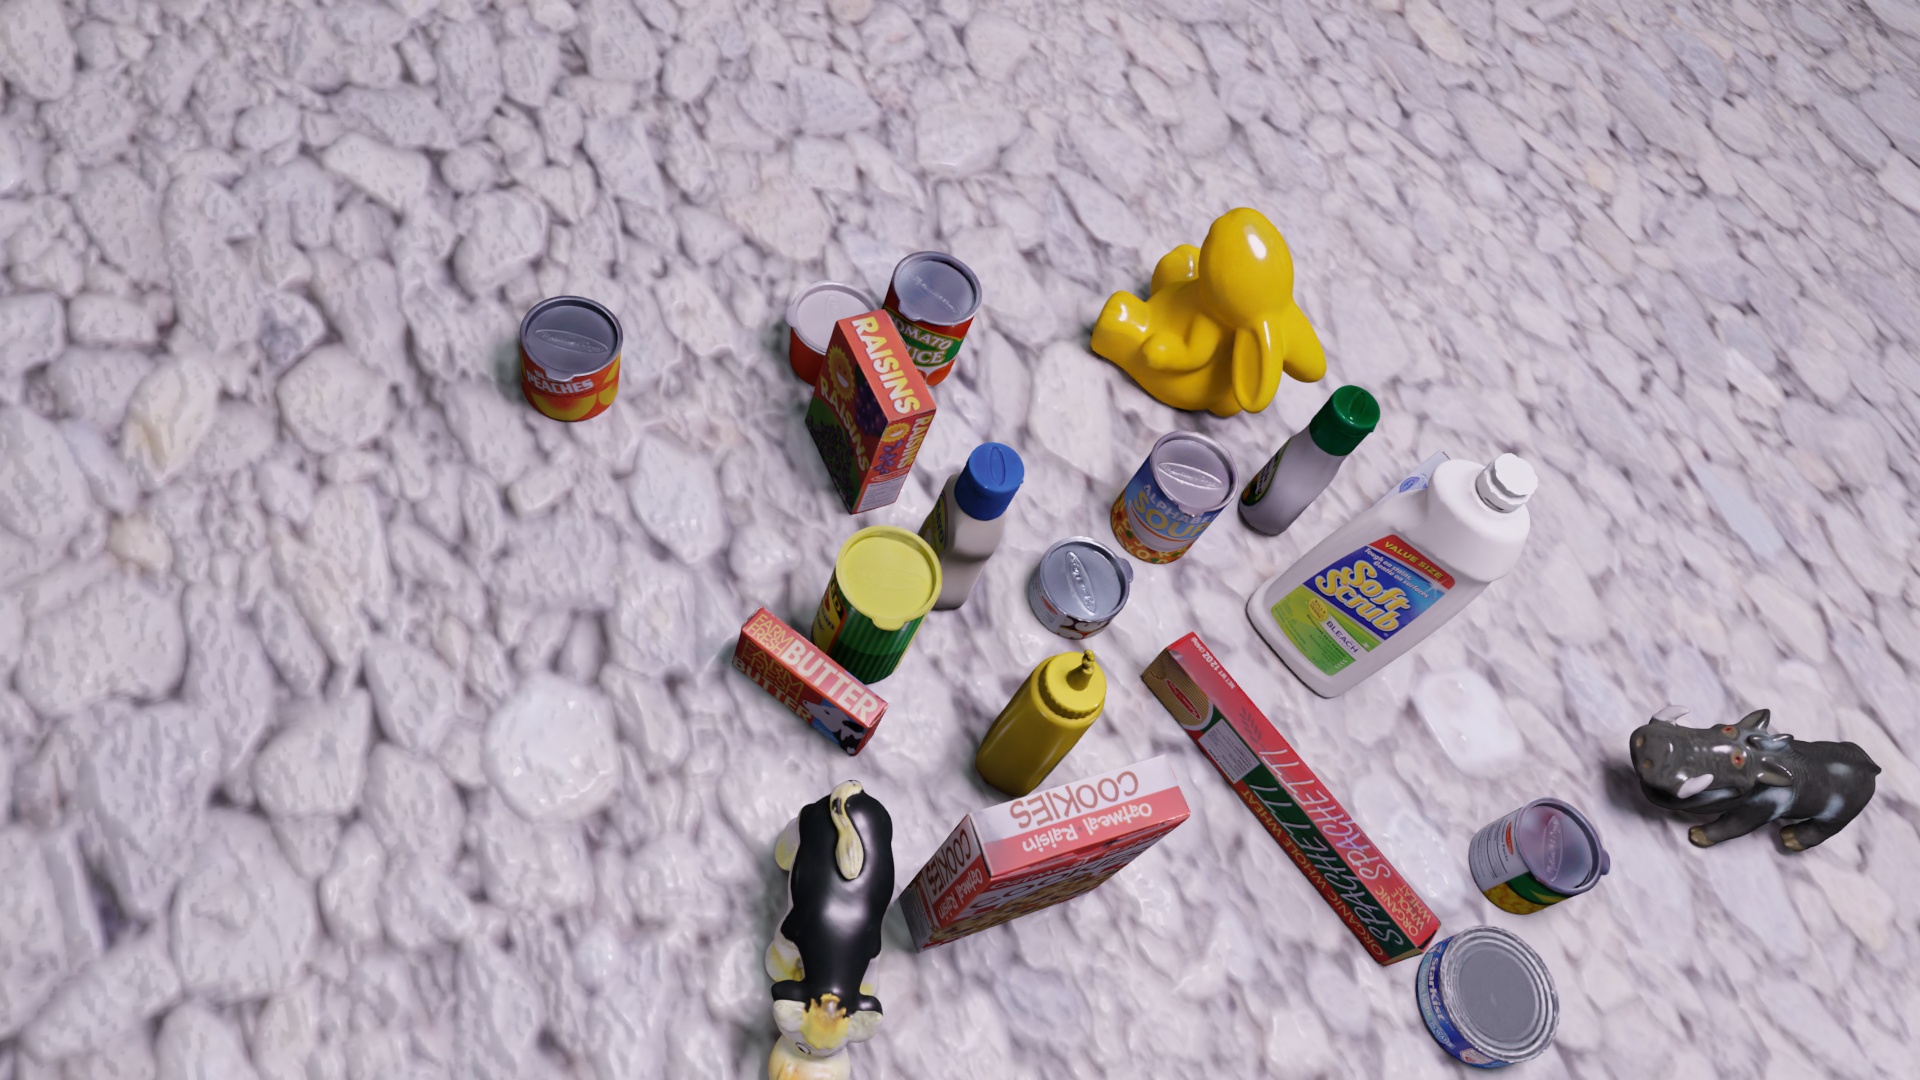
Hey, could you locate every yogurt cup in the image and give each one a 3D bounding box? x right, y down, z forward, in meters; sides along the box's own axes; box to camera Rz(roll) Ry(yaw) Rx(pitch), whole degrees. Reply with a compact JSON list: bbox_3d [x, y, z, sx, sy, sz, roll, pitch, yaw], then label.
[{"bbox_3d":[-0.094,-0.147,1.011,0.072,0.053,0.073,8,60,-13],"label":"yogurt cup"}]

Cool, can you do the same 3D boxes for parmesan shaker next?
[{"bbox_3d":[-0.056,0.046,0.884,0.071,0.102,0.071,8,60,-13],"label":"parmesan shaker"}]

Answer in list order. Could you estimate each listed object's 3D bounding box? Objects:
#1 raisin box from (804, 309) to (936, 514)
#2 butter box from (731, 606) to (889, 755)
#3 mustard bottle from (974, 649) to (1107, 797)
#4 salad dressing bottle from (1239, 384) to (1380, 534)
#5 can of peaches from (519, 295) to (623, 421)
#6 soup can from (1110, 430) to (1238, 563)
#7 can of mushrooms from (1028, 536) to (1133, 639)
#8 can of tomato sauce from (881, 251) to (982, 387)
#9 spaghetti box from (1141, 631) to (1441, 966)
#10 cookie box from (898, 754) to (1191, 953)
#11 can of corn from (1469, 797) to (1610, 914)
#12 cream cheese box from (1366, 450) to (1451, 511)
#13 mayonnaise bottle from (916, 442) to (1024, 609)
[{"bbox_3d":[-0.063,-0.085,0.945,0.040,0.122,0.086,-17,68,-25],"label":"raisin box"},{"bbox_3d":[-0.096,0.090,0.876,0.103,0.053,0.024,37,58,6],"label":"butter box"},{"bbox_3d":[0.054,0.106,0.849,0.049,0.159,0.065,35,58,4],"label":"mustard bottle"},{"bbox_3d":[0.253,-0.058,1.011,0.044,0.147,0.064,31,57,1],"label":"salad dressing bottle"},{"bbox_3d":[-0.265,-0.121,0.942,0.071,0.057,0.071,8,60,-13],"label":"can of peaches"},{"bbox_3d":[0.152,-0.028,1.001,0.071,0.083,0.071,8,60,-13],"label":"soup can"},{"bbox_3d":[0.085,0.033,0.975,0.071,0.033,0.071,8,60,-13],"label":"can of mushrooms"},{"bbox_3d":[-0.028,-0.159,1.022,0.071,0.082,0.071,8,60,-13],"label":"can of tomato sauce"},{"bbox_3d":[0.217,0.171,0.927,0.029,0.050,0.250,-31,74,-29],"label":"spaghetti box"},{"bbox_3d":[0.044,0.183,0.798,0.123,0.166,0.040,-13,66,-23],"label":"cookie box"},{"bbox_3d":[0.395,0.217,0.950,0.071,0.058,0.071,8,60,-13],"label":"can of corn"},{"bbox_3d":[0.338,-0.026,1.075,0.104,0.053,0.024,-35,76,-30],"label":"cream cheese box"},{"bbox_3d":[0.003,-0.011,0.908,0.041,0.147,0.065,3,61,-16],"label":"mayonnaise bottle"}]
